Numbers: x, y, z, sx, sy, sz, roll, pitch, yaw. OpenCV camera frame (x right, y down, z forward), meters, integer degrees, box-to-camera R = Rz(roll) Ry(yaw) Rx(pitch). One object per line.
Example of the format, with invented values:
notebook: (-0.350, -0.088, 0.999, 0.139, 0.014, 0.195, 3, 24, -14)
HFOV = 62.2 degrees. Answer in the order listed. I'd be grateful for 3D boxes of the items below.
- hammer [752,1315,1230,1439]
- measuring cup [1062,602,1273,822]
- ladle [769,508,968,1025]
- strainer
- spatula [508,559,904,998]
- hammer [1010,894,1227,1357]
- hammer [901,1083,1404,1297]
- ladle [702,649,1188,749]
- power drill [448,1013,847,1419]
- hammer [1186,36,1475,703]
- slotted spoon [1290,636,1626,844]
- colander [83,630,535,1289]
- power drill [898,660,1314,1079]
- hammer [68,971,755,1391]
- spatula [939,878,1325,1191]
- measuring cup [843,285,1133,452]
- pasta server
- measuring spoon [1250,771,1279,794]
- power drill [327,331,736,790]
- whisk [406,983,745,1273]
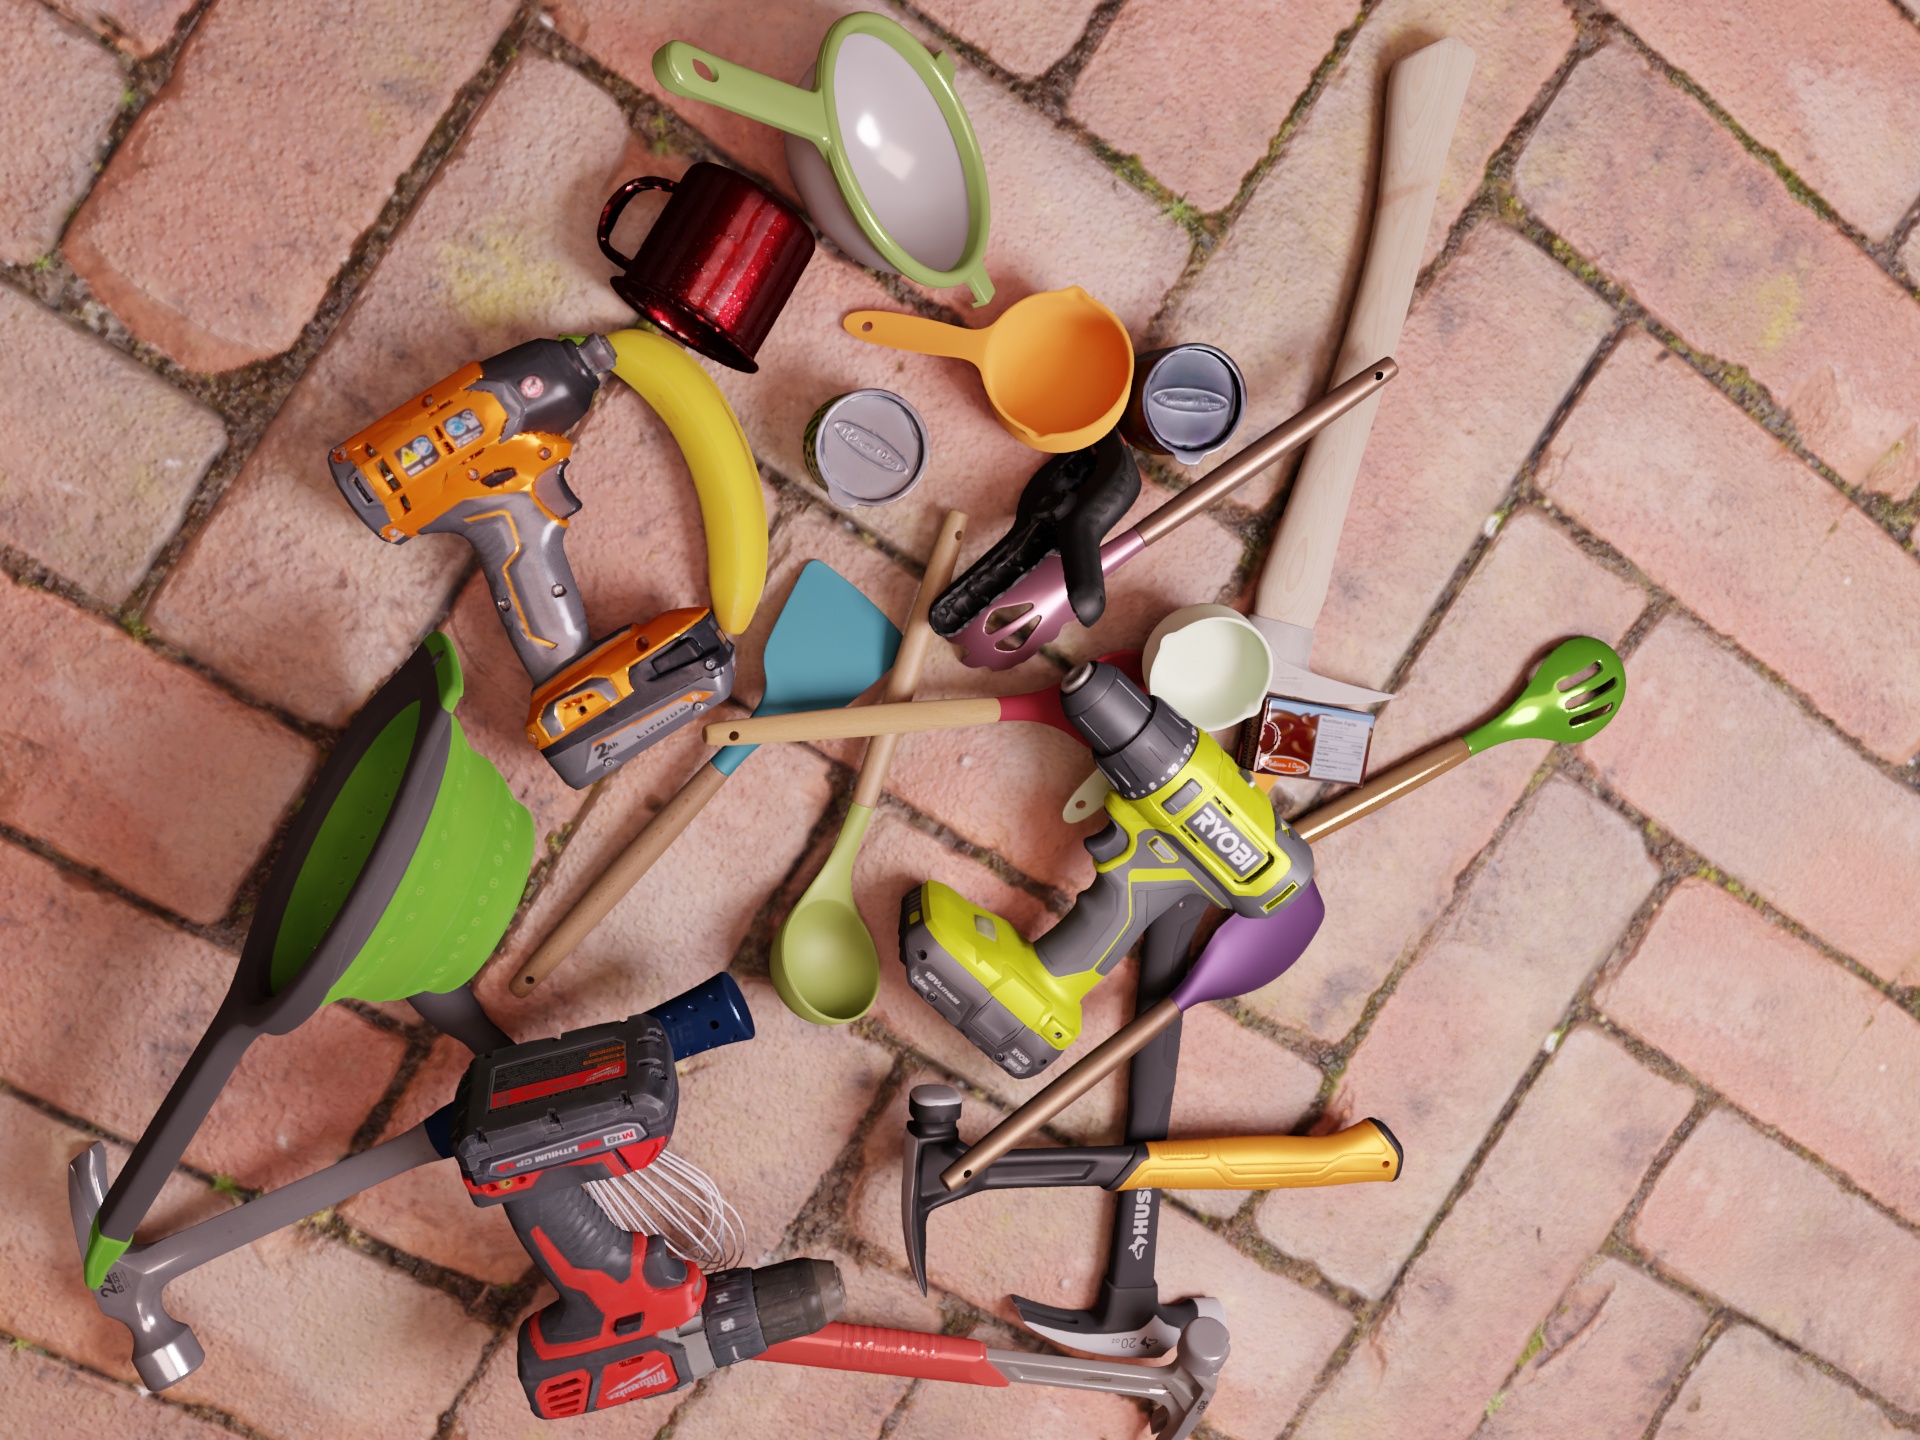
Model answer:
hammer: (-0.016, 0.416, 1.028, 0.359, 0.037, 0.149, 9, 130, -7)
measuring cup: (0.118, -0.003, 0.976, 0.083, 0.038, 0.167, 35, 109, -23)
ladle: (-0.043, 0.029, 0.957, 0.078, 0.062, 0.320, 14, 96, -44)
strainer: (-0.081, -0.302, 0.838, 0.256, 0.069, 0.151, -6, 85, -55)
spatula: (-0.161, 0.046, 0.957, 0.082, 0.044, 0.317, 42, 93, -17)
hammer: (0.119, 0.259, 1.048, 0.146, 0.035, 0.334, 3, 99, -14)
hammer: (0.127, 0.293, 1.020, 0.336, 0.034, 0.127, 2, 98, -15)
ladle: (-0.002, -0.003, 0.945, 0.315, 0.031, 0.069, -5, 105, -28)
power drill: (-0.171, 0.280, 0.884, 0.188, 0.080, 0.226, -13, 115, -6)
hammer: (0.259, -0.214, 1.001, 0.146, 0.038, 0.410, 13, 96, -16)
slotted spoon: (0.314, 0.032, 1.060, 0.314, 0.031, 0.070, -26, 104, -6)
colander: (-0.337, 0.148, 0.856, 0.094, 0.205, 0.397, 30, 97, -30)
power drill: (0.072, 0.089, 0.956, 0.228, 0.080, 0.190, -42, 108, 12)
hammer: (-0.313, 0.239, 0.910, 0.405, 0.035, 0.144, -24, 97, 1)
spatula: (0.115, 0.196, 0.997, 0.316, 0.018, 0.059, -33, 110, -21)
measuring cup: (0.017, -0.212, 0.944, 0.173, 0.052, 0.095, 14, 84, 9)
pasta server: (0.129, -0.128, 0.966, 0.316, 0.040, 0.060, -34, 105, 1)
measuring spoon: (0.183, 0.054, 1.043, 0.021, 0.011, 0.117, 37, 86, -20)
power drill: (-0.217, -0.094, 0.884, 0.164, 0.084, 0.226, -32, 102, 2)
whisk: (-0.236, 0.238, 0.957, 0.070, 0.070, 0.284, -42, 101, -3)
